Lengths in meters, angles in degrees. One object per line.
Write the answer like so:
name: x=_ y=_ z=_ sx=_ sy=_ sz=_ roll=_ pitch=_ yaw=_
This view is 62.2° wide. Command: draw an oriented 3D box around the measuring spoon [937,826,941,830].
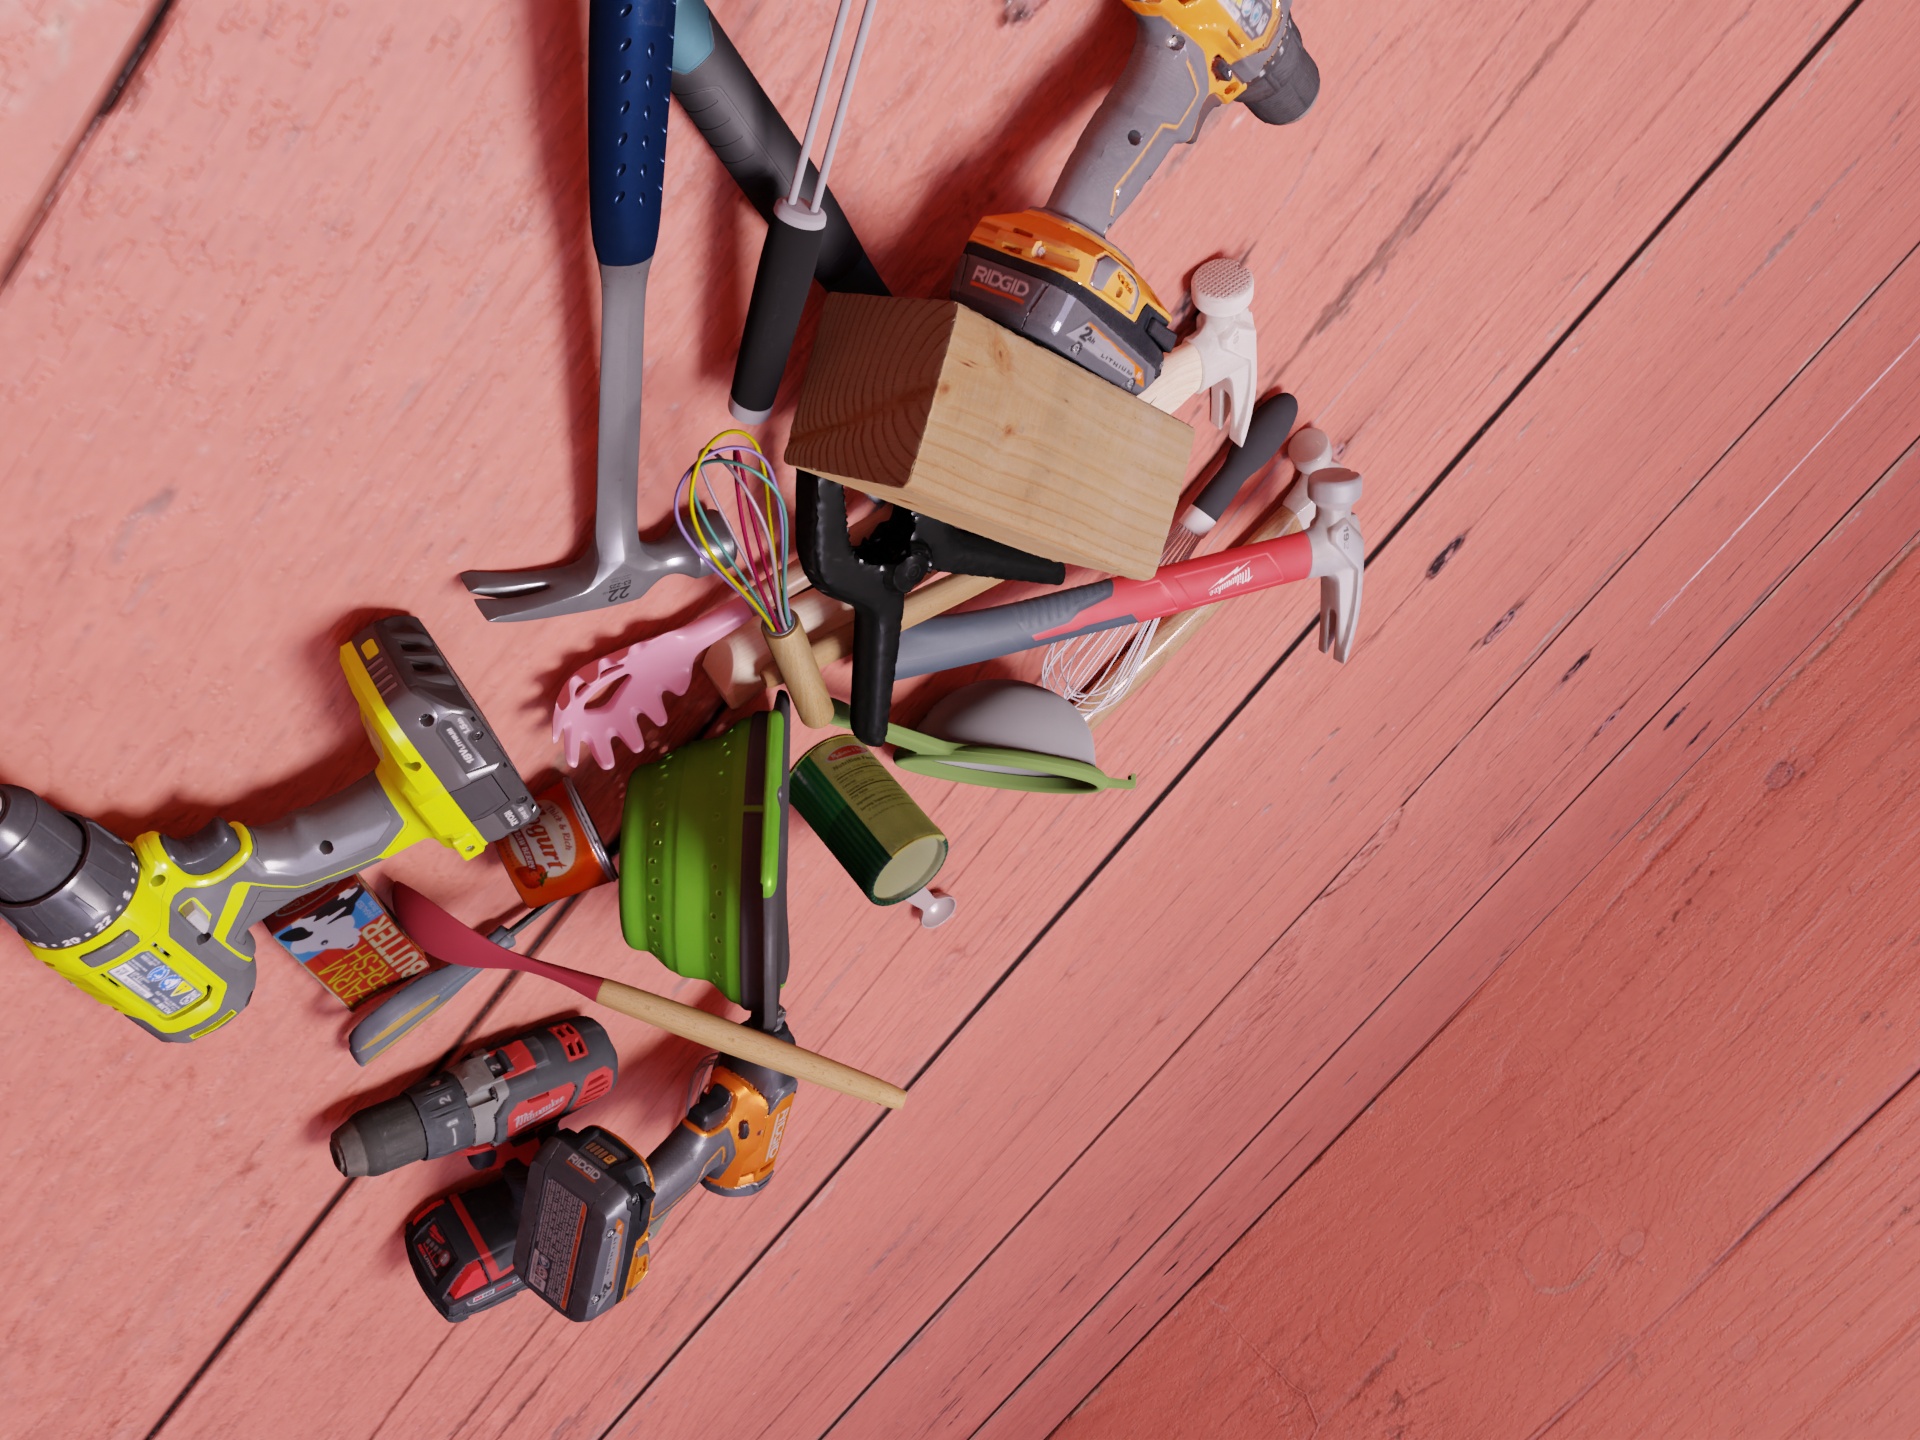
measuring spoon: x=-0.039 y=0.076 z=1.196 sx=0.021 sy=0.011 sz=0.116 roll=-44 pitch=149 yaw=1

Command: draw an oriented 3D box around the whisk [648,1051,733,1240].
whisk: x=-0.222 y=0.350 z=1.297 sx=0.057 sy=0.059 sz=0.246 roll=25 pitch=122 yaw=-10

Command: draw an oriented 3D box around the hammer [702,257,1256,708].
hammer: x=0.022 y=-0.129 z=0.996 sx=0.410 sy=0.038 sz=0.146 roll=-35 pitch=149 yaw=-12

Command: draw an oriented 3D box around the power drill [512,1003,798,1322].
power drill: x=-0.198 y=0.296 z=1.114 sx=0.226 sy=0.084 sz=0.164 roll=-25 pitch=137 yaw=-55

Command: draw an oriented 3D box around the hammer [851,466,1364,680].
hammer: x=0.111 y=-0.067 z=1.087 sx=0.386 sy=0.038 sz=0.143 roll=-15 pitch=118 yaw=-21

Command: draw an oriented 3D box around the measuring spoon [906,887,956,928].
measuring spoon: x=-0.040 y=0.132 z=1.267 sx=0.034 sy=0.018 sz=0.124 roll=-43 pitch=142 yaw=0

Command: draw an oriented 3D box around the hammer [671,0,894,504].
hammer: x=-0.066 y=-0.231 z=0.777 sx=0.128 sy=0.033 sz=0.330 roll=-43 pitch=149 yaw=1

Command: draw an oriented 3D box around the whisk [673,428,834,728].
whisk: x=-0.097 y=-0.066 z=0.839 sx=0.051 sy=0.047 sz=0.244 roll=-1 pitch=149 yaw=8

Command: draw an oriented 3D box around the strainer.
strainer: x=-0.002 y=-0.003 z=1.072 sx=0.256 sy=0.151 sz=0.069 roll=19 pitch=76 yaw=-49

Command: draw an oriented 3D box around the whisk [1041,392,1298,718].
whisk: x=0.150 y=-0.117 z=1.141 sx=0.284 sy=0.070 sz=0.070 roll=-54 pitch=147 yaw=8

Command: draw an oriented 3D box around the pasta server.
pasta server: x=-0.095 y=-0.075 z=0.906 sx=0.316 sy=0.040 sz=0.060 roll=-32 pitch=137 yaw=-9

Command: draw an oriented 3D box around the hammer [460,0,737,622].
hammer: x=-0.150 y=-0.191 z=0.688 sx=0.144 sy=0.035 sz=0.405 roll=-23 pitch=150 yaw=-29

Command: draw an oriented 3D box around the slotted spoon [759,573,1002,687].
slotted spoon: x=0.016 y=-0.089 z=0.981 sx=0.314 sy=0.031 sz=0.070 roll=-27 pitch=148 yaw=-22

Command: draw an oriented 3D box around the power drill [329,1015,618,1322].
power drill: x=-0.335 y=0.312 z=1.093 sx=0.188 sy=0.080 sz=0.226 roll=-17 pitch=137 yaw=-37

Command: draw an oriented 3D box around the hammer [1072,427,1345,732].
hammer: x=0.175 y=-0.077 z=1.234 sx=0.331 sy=0.031 sz=0.130 roll=-44 pitch=148 yaw=3

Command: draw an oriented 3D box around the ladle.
ladle: x=-0.179 y=0.161 z=0.902 sx=0.069 sy=0.315 sz=0.031 roll=110 pitch=0 yaw=-69

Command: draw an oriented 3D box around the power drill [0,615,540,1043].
power drill: x=-0.339 y=0.048 z=0.769 sx=0.228 sy=0.080 sz=0.190 roll=-32 pitch=147 yaw=-13

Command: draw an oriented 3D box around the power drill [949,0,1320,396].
power drill: x=0.104 y=-0.289 z=0.831 sx=0.185 sy=0.084 sz=0.226 roll=13 pitch=105 yaw=-56

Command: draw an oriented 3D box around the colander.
colander: x=-0.159 y=0.114 z=1.023 sx=0.094 sy=0.205 sz=0.396 roll=2 pitch=157 yaw=-5

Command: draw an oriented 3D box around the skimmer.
skimmer: x=-0.060 y=-0.240 z=0.639 sx=0.363 sy=0.127 sz=0.090 roll=117 pitch=-7 yaw=-49
